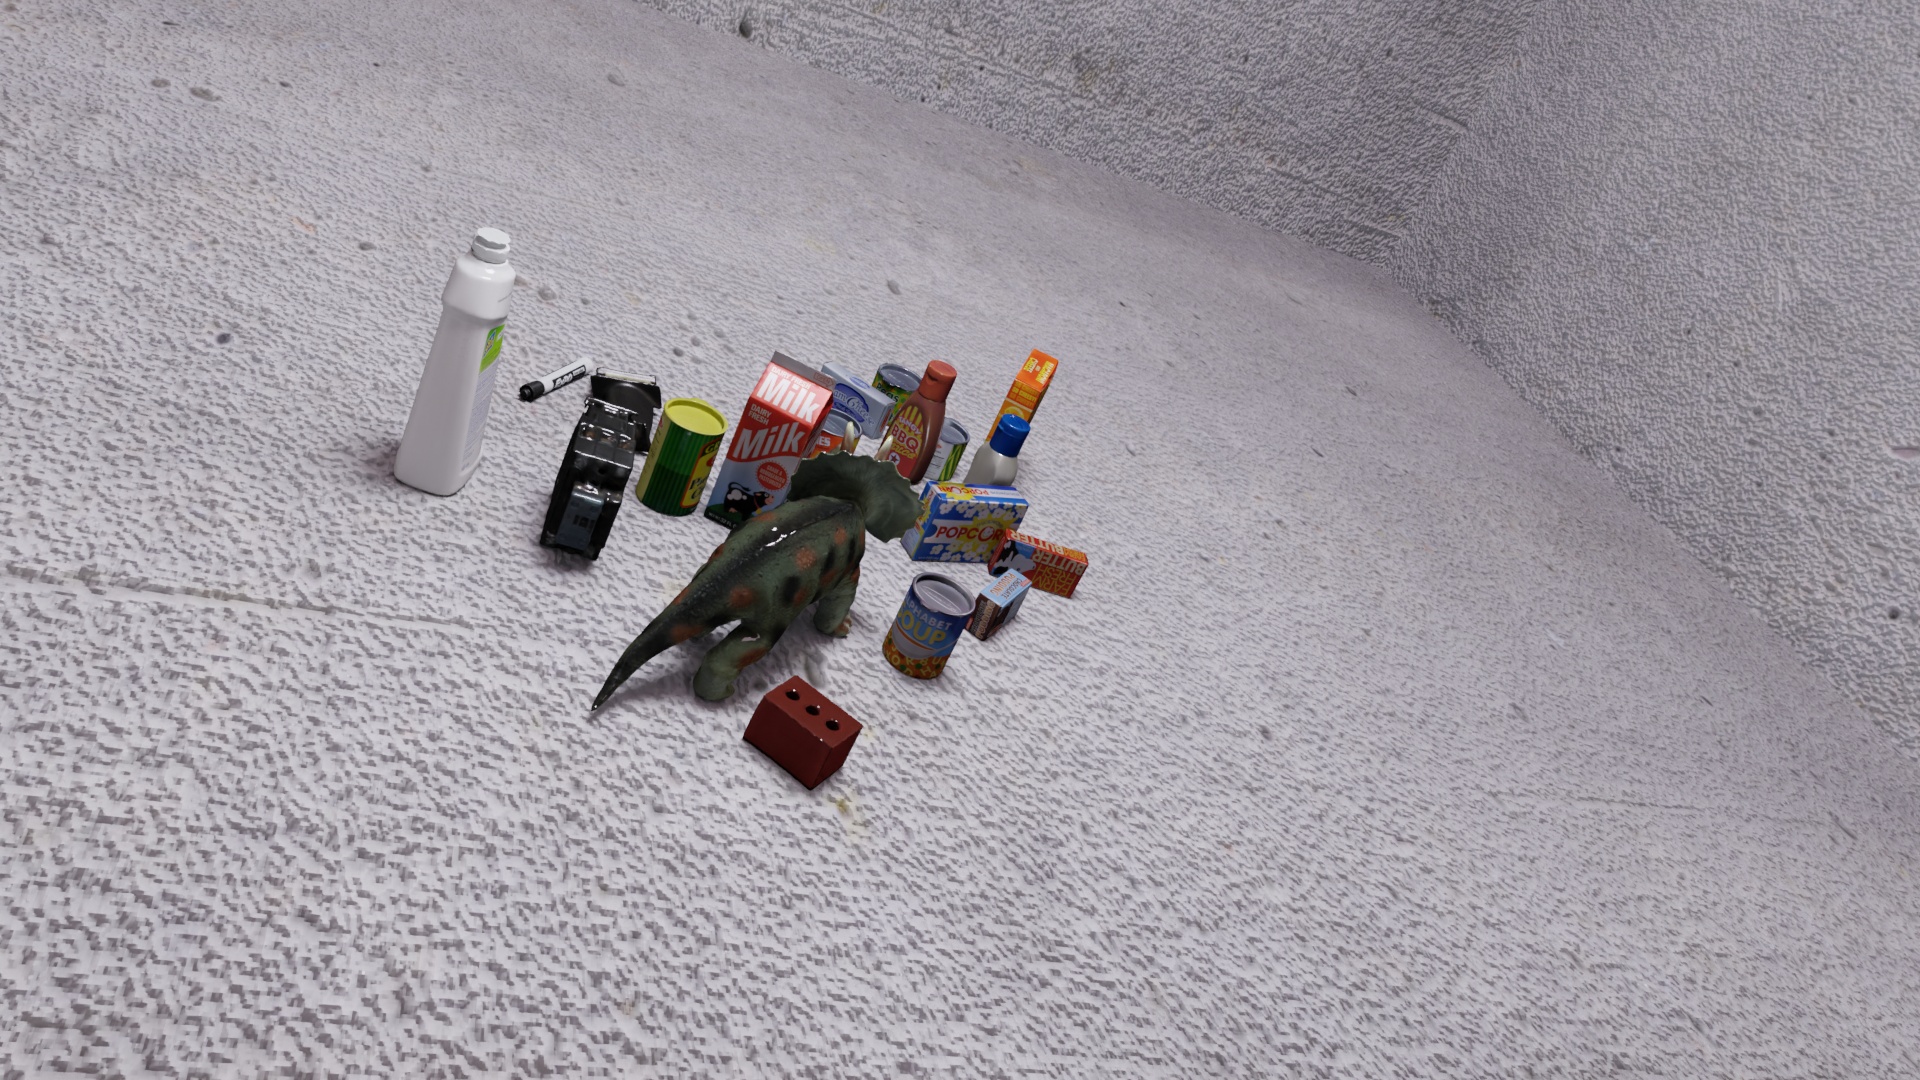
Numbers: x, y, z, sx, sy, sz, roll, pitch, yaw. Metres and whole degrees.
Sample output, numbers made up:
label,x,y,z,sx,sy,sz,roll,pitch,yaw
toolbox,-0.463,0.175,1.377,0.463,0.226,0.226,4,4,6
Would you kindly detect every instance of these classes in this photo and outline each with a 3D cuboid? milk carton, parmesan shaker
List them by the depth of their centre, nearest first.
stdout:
label,x,y,z,sx,sy,sz,roll,pitch,yaw
parmesan shaker,-0.283,-0.085,1.410,0.071,0.102,0.071,20,29,-11
milk carton,-0.190,-0.099,1.417,0.072,0.189,0.074,26,28,0

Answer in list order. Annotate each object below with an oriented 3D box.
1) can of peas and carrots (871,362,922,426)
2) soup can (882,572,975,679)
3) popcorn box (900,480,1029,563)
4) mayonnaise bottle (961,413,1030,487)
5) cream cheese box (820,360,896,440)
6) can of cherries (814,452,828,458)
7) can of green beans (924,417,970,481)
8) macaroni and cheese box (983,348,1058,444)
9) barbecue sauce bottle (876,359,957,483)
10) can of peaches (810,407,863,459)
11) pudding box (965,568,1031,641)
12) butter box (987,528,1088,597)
label,x,y,z,sx,sy,sz,roll,pitch,yaw
can of peas and carrots,-0.086,-0.185,1.785,0.071,0.058,0.071,20,29,-11
soup can,-0.033,0.084,1.350,0.071,0.083,0.072,20,29,-11
popcorn box,0.006,-0.019,1.553,0.127,0.084,0.038,3,36,-36
mayonnaise bottle,0.036,-0.076,1.606,0.041,0.147,0.065,5,34,-34
cream cheese box,-0.135,-0.175,1.733,0.104,0.053,0.024,35,29,16
can of cherries,-0.141,-0.054,1.519,0.071,0.058,0.072,20,29,-11
can of green beans,-0.029,-0.114,1.713,0.071,0.057,0.071,20,29,-11
macaroni and cheese box,0.063,-0.143,1.721,0.040,0.165,0.124,27,28,1
barbecue sauce bottle,-0.048,-0.143,1.650,0.065,0.147,0.044,38,30,22
can of peaches,-0.155,-0.114,1.609,0.071,0.057,0.071,20,29,-11
pudding box,0.040,0.067,1.473,0.030,0.049,0.084,33,29,14
butter box,0.088,0.027,1.577,0.103,0.053,0.024,17,29,-16
